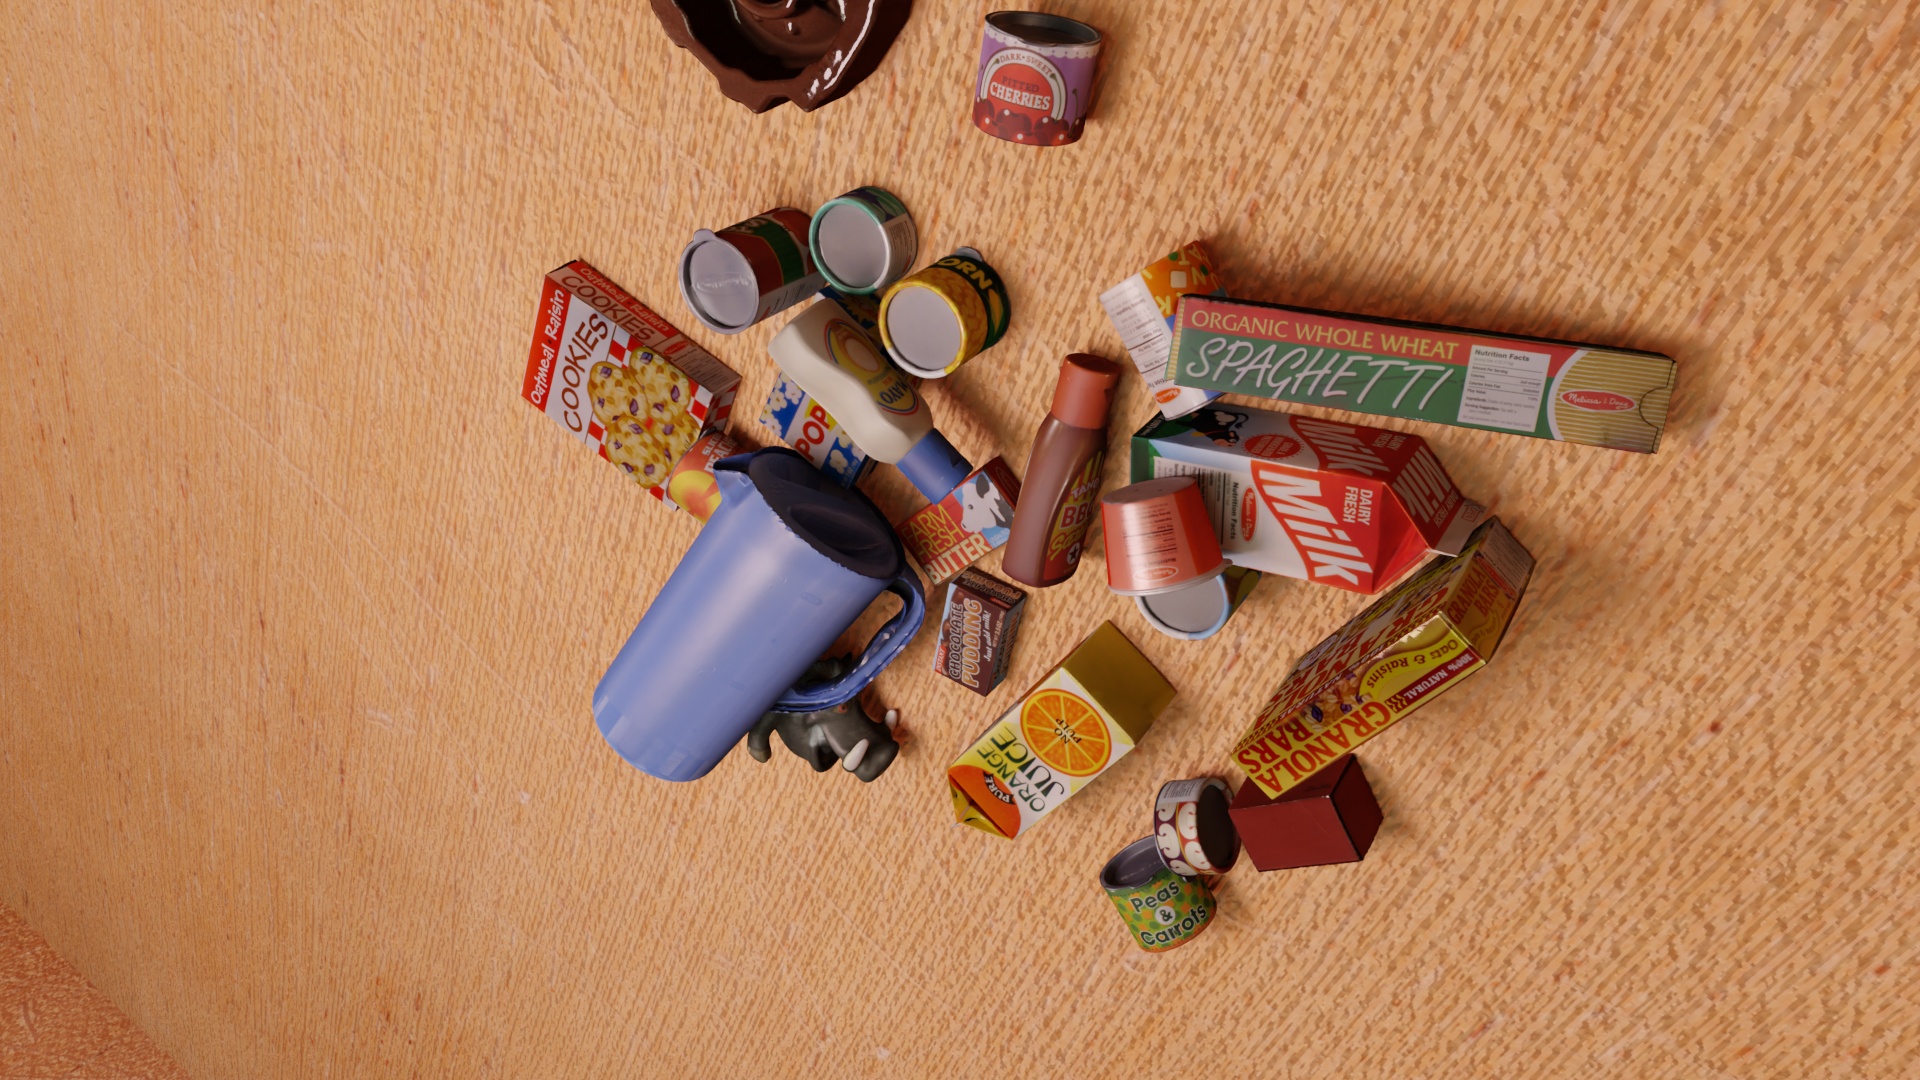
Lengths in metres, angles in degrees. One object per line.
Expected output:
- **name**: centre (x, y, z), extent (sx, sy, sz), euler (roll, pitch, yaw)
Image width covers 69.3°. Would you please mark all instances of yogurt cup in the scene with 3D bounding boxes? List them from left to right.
- **yogurt cup**: centre (0.112, -0.004, 0.786), extent (0.072, 0.073, 0.054), euler (-6, 103, 36)

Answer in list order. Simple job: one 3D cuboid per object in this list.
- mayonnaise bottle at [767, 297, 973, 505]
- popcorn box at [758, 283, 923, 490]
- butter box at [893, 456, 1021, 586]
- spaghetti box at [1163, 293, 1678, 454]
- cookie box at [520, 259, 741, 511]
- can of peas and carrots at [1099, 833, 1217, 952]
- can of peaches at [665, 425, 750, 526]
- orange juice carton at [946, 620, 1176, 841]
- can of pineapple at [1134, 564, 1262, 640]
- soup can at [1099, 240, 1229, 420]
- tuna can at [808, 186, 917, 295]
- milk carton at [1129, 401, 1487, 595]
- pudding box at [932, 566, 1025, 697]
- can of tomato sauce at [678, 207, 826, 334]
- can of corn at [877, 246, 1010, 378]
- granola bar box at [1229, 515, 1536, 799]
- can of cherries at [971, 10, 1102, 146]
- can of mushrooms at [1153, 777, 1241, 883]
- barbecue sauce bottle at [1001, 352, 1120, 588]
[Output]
- **mayonnaise bottle**: centre (-0.054, -0.088, 0.897), extent (0.148, 0.065, 0.041), euler (46, 127, -3)
- **popcorn box**: centre (-0.080, -0.108, 0.967), extent (0.085, 0.038, 0.126), euler (40, 130, 9)
- **butter box**: centre (0.003, -0.012, 0.973), extent (0.103, 0.024, 0.053), euler (-33, 95, 41)
- **spaghetti box**: centre (0.235, -0.090, 0.729), extent (0.250, 0.029, 0.050), euler (10, 106, 13)
- **cookie box**: centre (-0.259, -0.120, 1.079), extent (0.167, 0.040, 0.122), euler (36, 129, 11)
- **can of peas and carrots**: centre (0.143, 0.253, 0.997), extent (0.070, 0.071, 0.058), euler (-23, 101, 40)
- **can of peaches**: centre (-0.178, -0.042, 1.050), extent (0.058, 0.071, 0.071), euler (37, 129, 11)
- **orange juice carton**: centre (0.059, 0.147, 0.993), extent (0.073, 0.072, 0.191), euler (46, 130, 4)
- **can of pineapple**: centre (0.150, 0.021, 0.872), extent (0.071, 0.058, 0.070), euler (15, 122, 26)
- **soup can**: centre (0.130, -0.123, 0.803), extent (0.071, 0.072, 0.083), euler (-25, 97, 40)
- **tuna can**: centre (-0.067, -0.197, 0.913), extent (0.071, 0.033, 0.070), euler (15, 122, 26)
- **milk carton**: centre (0.199, -0.025, 0.806), extent (0.190, 0.073, 0.073), euler (14, 122, 28)
- **pudding box**: centre (0.012, 0.066, 1.007), extent (0.050, 0.030, 0.083), euler (27, 127, 20)
- **can of tomato sauce**: centre (-0.138, -0.184, 0.934), extent (0.071, 0.083, 0.070), euler (16, 122, 26)
- **can of corn**: centre (-0.010, -0.146, 0.887), extent (0.071, 0.058, 0.070), euler (16, 123, 26)
- **granola bar box**: centre (0.242, 0.069, 0.794), extent (0.039, 0.125, 0.164), euler (47, 131, 4)
- **can of cherries**: centre (0.041, -0.260, 0.782), extent (0.071, 0.072, 0.058), euler (25, 126, 20)
- **can of mushrooms**: centre (0.164, 0.199, 0.954), extent (0.033, 0.071, 0.071), euler (-15, 106, 37)
- **barbecue sauce bottle**: centre (0.067, -0.045, 0.891), extent (0.044, 0.065, 0.147), euler (26, 118, 26)
